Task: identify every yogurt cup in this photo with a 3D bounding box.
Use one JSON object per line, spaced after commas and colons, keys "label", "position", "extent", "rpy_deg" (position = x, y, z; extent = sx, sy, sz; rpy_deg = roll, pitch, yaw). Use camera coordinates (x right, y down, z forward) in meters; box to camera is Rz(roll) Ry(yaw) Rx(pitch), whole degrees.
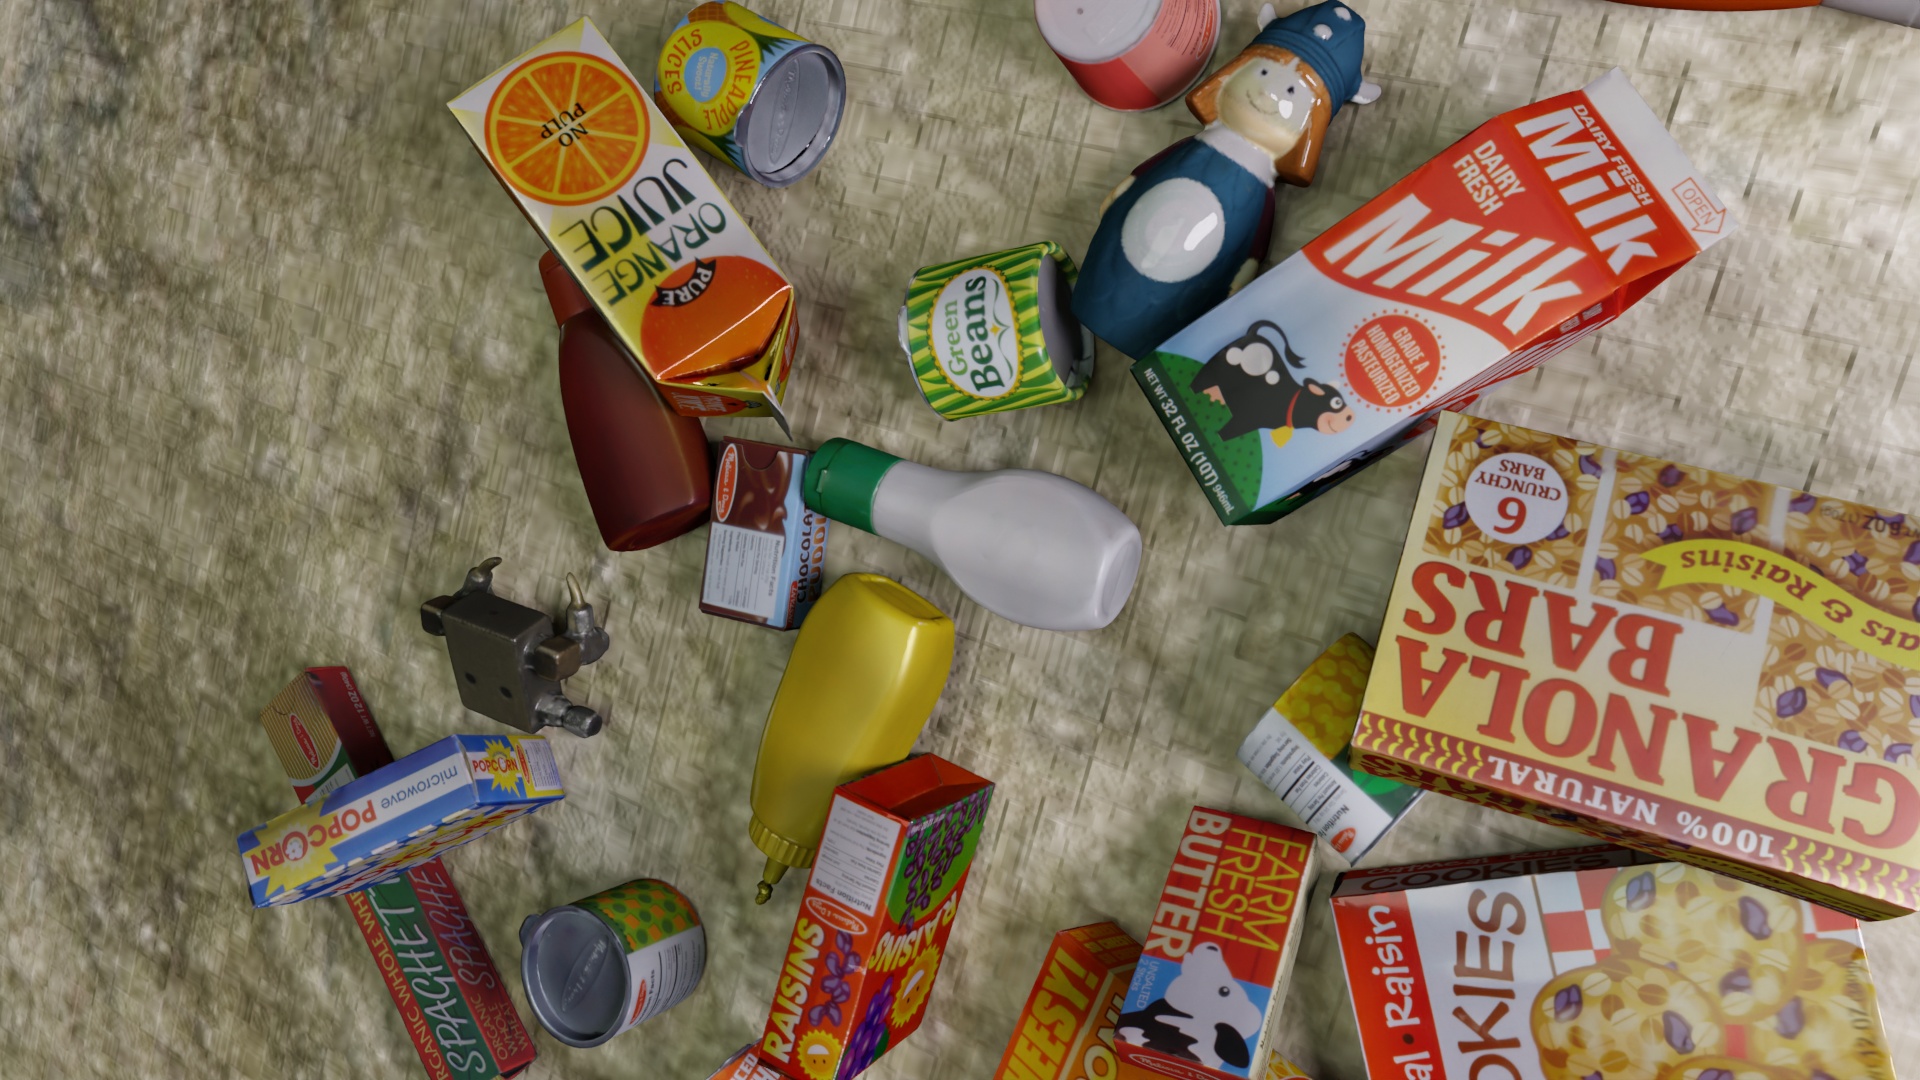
{"label": "yogurt cup", "position": [0.064, -0.211, 0.553], "extent": [0.072, 0.054, 0.072], "rpy_deg": [1, 92, 26]}

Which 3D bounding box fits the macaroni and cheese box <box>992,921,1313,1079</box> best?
{"label": "macaroni and cheese box", "position": [0.085, 0.247, 0.534], "extent": [0.167, 0.040, 0.123], "rpy_deg": [31, 105, 40]}

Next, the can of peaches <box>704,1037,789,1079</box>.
{"label": "can of peaches", "position": [-0.095, 0.270, 0.630], "extent": [0.058, 0.071, 0.071], "rpy_deg": [46, 109, 17]}

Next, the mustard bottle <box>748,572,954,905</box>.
{"label": "mustard bottle", "position": [-0.059, 0.094, 0.620], "extent": [0.065, 0.049, 0.159], "rpy_deg": [34, 106, 29]}

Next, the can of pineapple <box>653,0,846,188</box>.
{"label": "can of pineapple", "position": [-0.095, -0.200, 0.621], "extent": [0.058, 0.071, 0.071], "rpy_deg": [33, 105, 22]}

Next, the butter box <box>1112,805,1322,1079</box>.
{"label": "butter box", "position": [0.099, 0.153, 0.525], "extent": [0.053, 0.104, 0.024], "rpy_deg": [8, 139, 25]}

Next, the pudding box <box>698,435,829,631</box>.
{"label": "pudding box", "position": [-0.089, -0.004, 0.644], "extent": [0.049, 0.030, 0.083], "rpy_deg": [10, 95, 26]}

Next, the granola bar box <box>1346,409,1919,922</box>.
{"label": "granola bar box", "position": [0.224, 0.037, 0.454], "extent": [0.166, 0.039, 0.124], "rpy_deg": [15, 75, 16]}

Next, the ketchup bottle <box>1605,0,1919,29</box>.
{"label": "ketchup bottle", "position": [0.257, -0.207, 0.466], "extent": [0.149, 0.043, 0.064], "rpy_deg": [25, 102, 23]}

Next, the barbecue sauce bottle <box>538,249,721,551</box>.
{"label": "barbecue sauce bottle", "position": [-0.165, -0.073, 0.672], "extent": [0.064, 0.044, 0.148], "rpy_deg": [-25, 80, 24]}

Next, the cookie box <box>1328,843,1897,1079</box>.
{"label": "cookie box", "position": [0.227, 0.173, 0.490], "extent": [0.167, 0.040, 0.123], "rpy_deg": [-13, 85, 24]}

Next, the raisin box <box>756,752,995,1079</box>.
{"label": "raisin box", "position": [-0.035, 0.159, 0.590], "extent": [0.040, 0.086, 0.123], "rpy_deg": [20, 100, 22]}

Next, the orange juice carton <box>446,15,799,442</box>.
{"label": "orange juice carton", "position": [-0.133, -0.125, 0.615], "extent": [0.073, 0.071, 0.192], "rpy_deg": [-37, 87, -8]}

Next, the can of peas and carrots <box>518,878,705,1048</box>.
{"label": "can of peas and carrots", "position": [-0.168, 0.200, 0.670], "extent": [0.071, 0.059, 0.071], "rpy_deg": [0, 91, 26]}

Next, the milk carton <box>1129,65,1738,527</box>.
{"label": "milk carton", "position": [0.165, -0.083, 0.496], "extent": [0.190, 0.073, 0.072], "rpy_deg": [-34, 77, 22]}

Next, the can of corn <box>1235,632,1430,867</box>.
{"label": "can of corn", "position": [0.147, 0.075, 0.514], "extent": [0.058, 0.071, 0.071], "rpy_deg": [43, 108, 19]}

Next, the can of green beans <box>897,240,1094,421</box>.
{"label": "can of green beans", "position": [0.017, -0.085, 0.571], "extent": [0.058, 0.071, 0.071], "rpy_deg": [-7, 88, 26]}

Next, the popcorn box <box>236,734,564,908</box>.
{"label": "popcorn box", "position": [-0.274, 0.137, 0.687], "extent": [0.126, 0.085, 0.038], "rpy_deg": [-25, 78, 7]}

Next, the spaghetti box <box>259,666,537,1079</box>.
{"label": "spaghetti box", "position": [-0.307, 0.185, 0.752], "extent": [0.050, 0.029, 0.250], "rpy_deg": [-38, 75, 21]}

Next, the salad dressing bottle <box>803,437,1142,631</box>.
{"label": "salad dressing bottle", "position": [0.002, -0.007, 0.593], "extent": [0.148, 0.044, 0.064], "rpy_deg": [20, 102, 25]}
